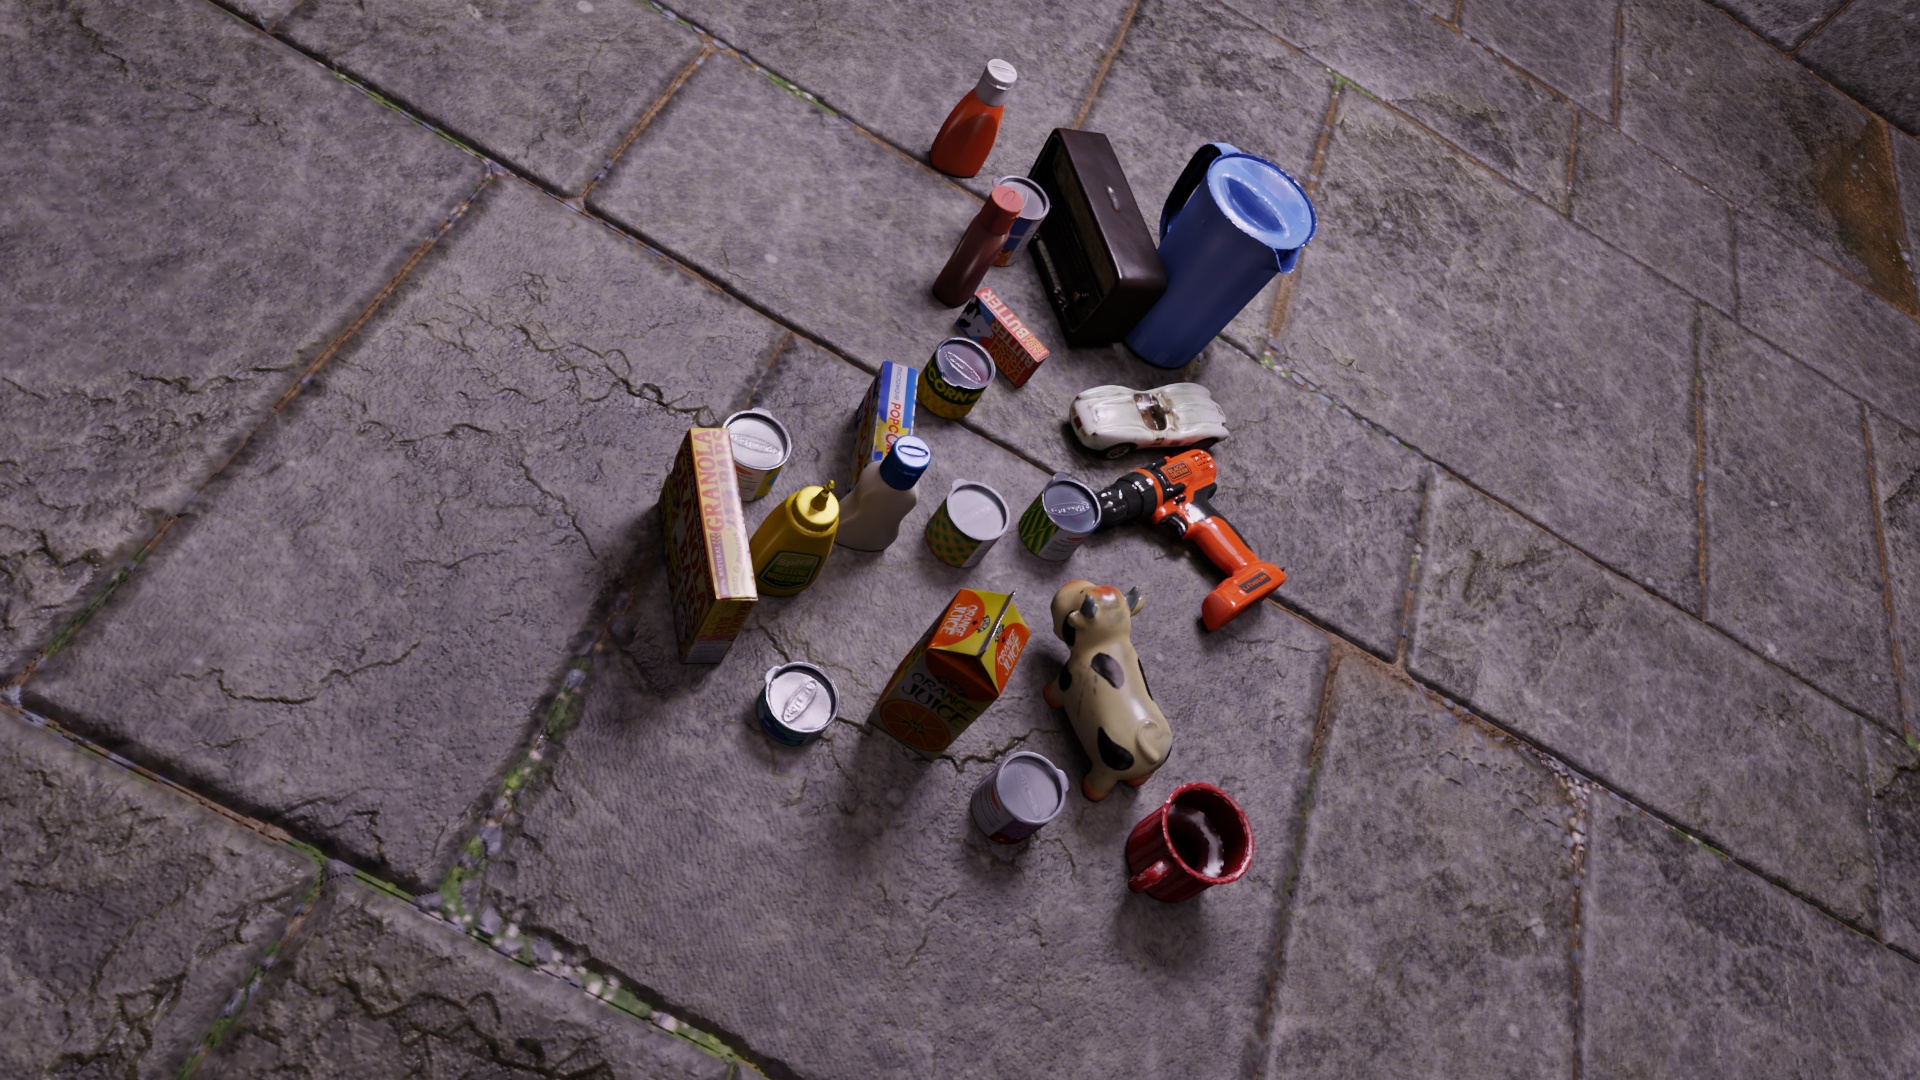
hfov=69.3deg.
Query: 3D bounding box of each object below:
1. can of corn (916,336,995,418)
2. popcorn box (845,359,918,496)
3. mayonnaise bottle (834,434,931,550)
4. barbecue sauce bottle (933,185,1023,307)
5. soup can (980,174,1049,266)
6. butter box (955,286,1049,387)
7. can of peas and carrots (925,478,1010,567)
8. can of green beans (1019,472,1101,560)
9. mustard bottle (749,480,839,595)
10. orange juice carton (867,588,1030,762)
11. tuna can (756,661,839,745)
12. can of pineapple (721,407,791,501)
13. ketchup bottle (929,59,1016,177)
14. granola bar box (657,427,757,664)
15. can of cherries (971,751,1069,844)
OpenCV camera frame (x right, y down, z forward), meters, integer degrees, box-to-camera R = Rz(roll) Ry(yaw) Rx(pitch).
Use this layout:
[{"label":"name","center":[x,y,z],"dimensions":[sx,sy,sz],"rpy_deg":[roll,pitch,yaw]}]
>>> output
[{"label":"can of corn","center":[-0.007,-0.166,1.439],"dimensions":[0.071,0.058,0.071],"rpy_deg":[13,55,-19]},{"label":"popcorn box","center":[-0.076,-0.100,1.345],"dimensions":[0.038,0.084,0.127],"rpy_deg":[16,54,-17]},{"label":"mayonnaise bottle","center":[-0.069,-0.042,1.271],"dimensions":[0.065,0.147,0.041],"rpy_deg":[10,57,-21]},{"label":"barbecue sauce bottle","center":[0.021,-0.317,1.491],"dimensions":[0.043,0.147,0.065],"rpy_deg":[37,51,-1]},{"label":"soup can","center":[0.052,-0.364,1.577],"dimensions":[0.071,0.083,0.071],"rpy_deg":[13,55,-19]},{"label":"butter box","center":[0.045,-0.219,1.502],"dimensions":[0.103,0.053,0.024],"rpy_deg":[48,52,8]},{"label":"can of peas and carrots","center":[0.005,-0.017,1.349],"dimensions":[0.071,0.058,0.071],"rpy_deg":[13,55,-19]},{"label":"can of green beans","center":[0.100,-0.021,1.399],"dimensions":[0.071,0.057,0.071],"rpy_deg":[13,55,-19]},{"label":"mustard bottle","center":[-0.140,-0.006,1.205],"dimensions":[0.065,0.159,0.049],"rpy_deg":[7,58,-22]},{"label":"orange juice carton","center":[-0.004,0.109,1.179],"dimensions":[0.073,0.191,0.072],"rpy_deg":[34,51,-4]},{"label":"tuna can","center":[-0.142,0.139,1.193],"dimensions":[0.071,0.032,0.071],"rpy_deg":[13,55,-19]},{"label":"can of pineapple","center":[-0.196,-0.079,1.290],"dimensions":[0.071,0.057,0.071],"rpy_deg":[13,55,-19]},{"label":"ketchup bottle","center":[0.019,-0.484,1.597],"dimensions":[0.065,0.148,0.044],"rpy_deg":[8,57,-22]},{"label":"granola bar box","center":[-0.218,0.005,1.183],"dimensions":[0.039,0.123,0.166],"rpy_deg":[0,60,-26]},{"label":"can of cherries","center":[0.052,0.226,1.217],"dimensions":[0.071,0.058,0.072],"rpy_deg":[13,55,-19]}]
